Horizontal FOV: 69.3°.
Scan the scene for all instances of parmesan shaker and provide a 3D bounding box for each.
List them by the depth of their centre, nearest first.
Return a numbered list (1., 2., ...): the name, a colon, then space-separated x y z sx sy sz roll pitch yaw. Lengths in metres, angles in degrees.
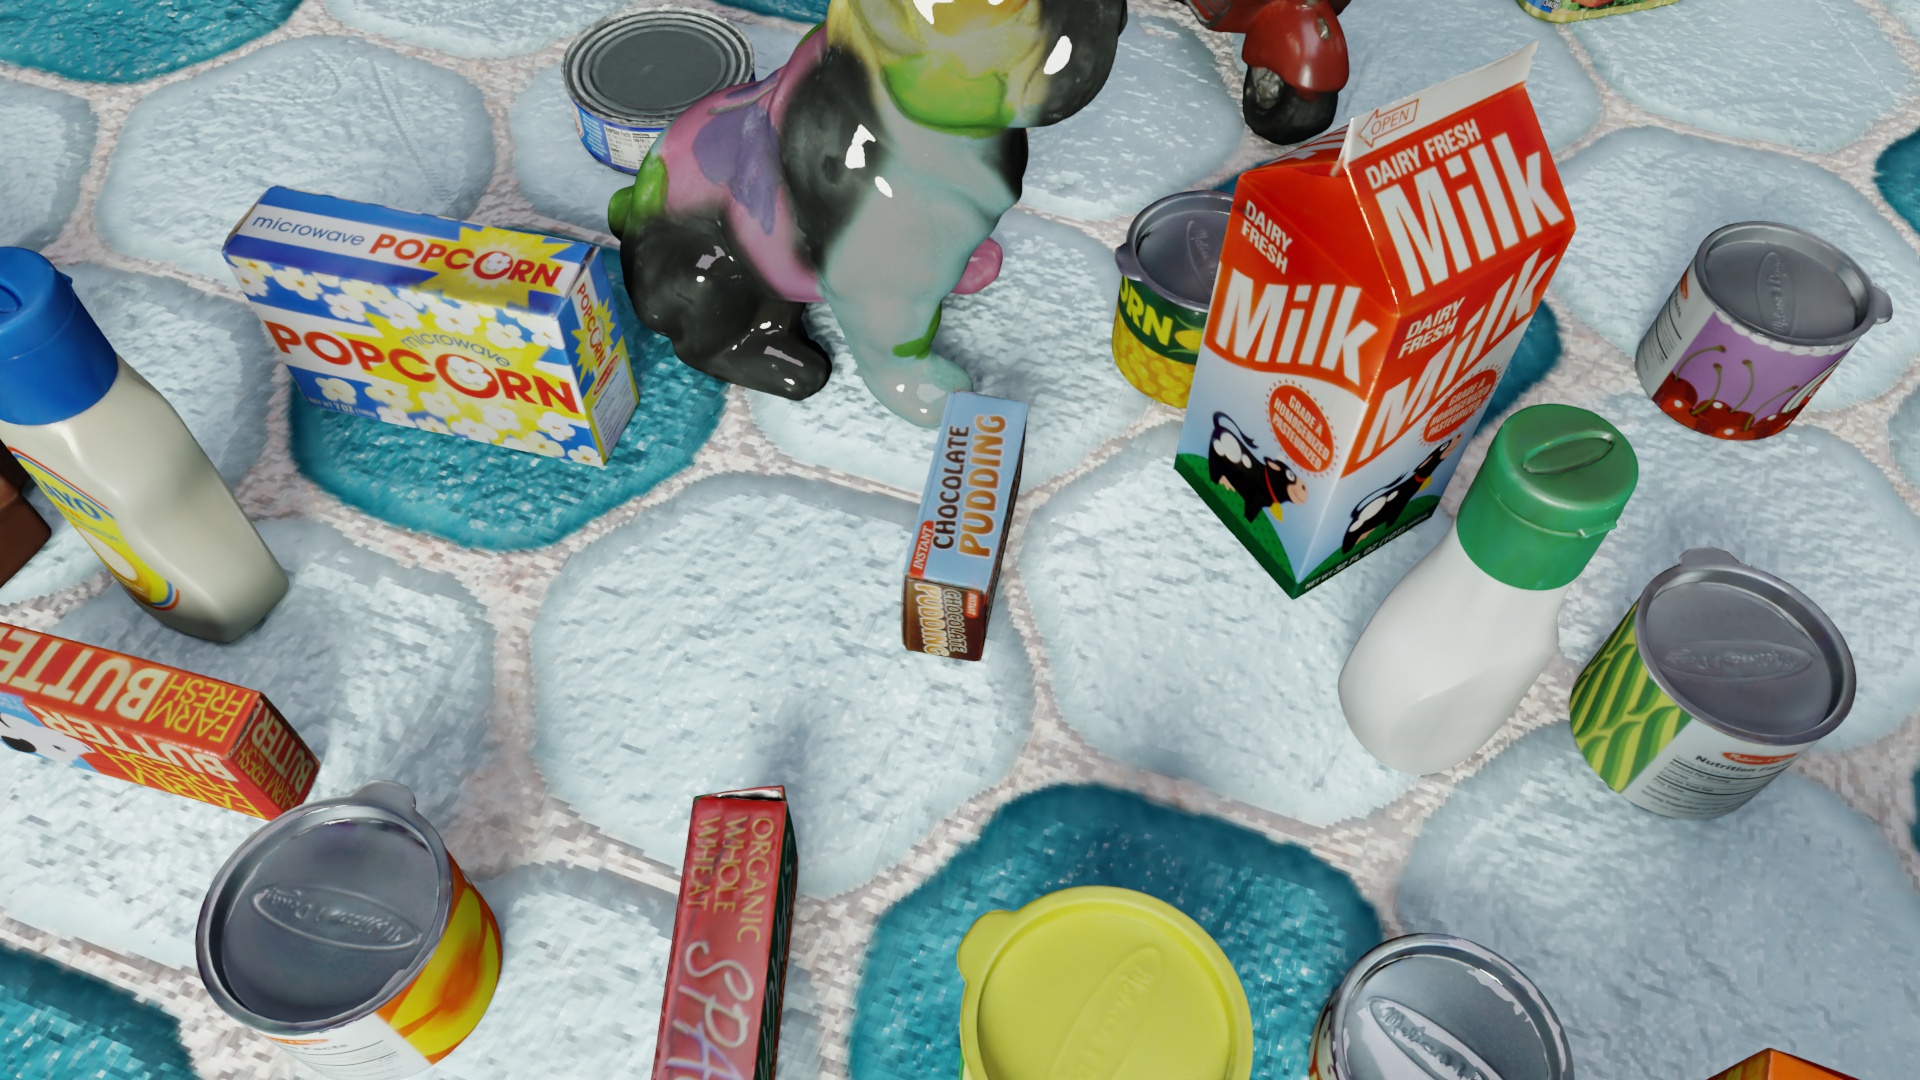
1. parmesan shaker: 0.030 0.137 0.356 0.071 0.102 0.071 1 55 -1

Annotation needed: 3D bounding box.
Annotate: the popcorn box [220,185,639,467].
1. popcorn box: -0.191 -0.078 0.511 0.127 0.084 0.038 12 56 7

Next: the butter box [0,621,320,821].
1. butter box: -0.259 0.057 0.434 0.103 0.052 0.024 13 56 8

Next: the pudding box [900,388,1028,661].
1. pudding box: 0.002 -0.006 0.488 0.030 0.049 0.084 10 55 5

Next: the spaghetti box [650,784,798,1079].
1. spaghetti box: -0.068 0.186 0.351 0.029 0.050 0.251 2 55 0

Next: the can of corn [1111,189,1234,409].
1. can of corn: 0.092 -0.093 0.547 0.071 0.058 0.071 1 55 -1

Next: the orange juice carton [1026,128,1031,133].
1. orange juice carton: -0.009 -0.261 0.580 0.073 0.191 0.072 -14 57 -11

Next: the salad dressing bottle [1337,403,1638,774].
1. salad dressing bottle: 0.155 0.019 0.415 0.064 0.147 0.044 -17 57 -13

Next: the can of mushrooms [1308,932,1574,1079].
1. can of mushrooms: 0.133 0.150 0.392 0.071 0.033 0.071 1 55 -1

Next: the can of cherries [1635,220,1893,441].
1. can of cherries: 0.312 -0.080 0.544 0.071 0.058 0.072 1 55 -1

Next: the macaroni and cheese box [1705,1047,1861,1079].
1. macaroni and cheese box: 0.193 0.172 0.298 0.124 0.165 0.040 22 58 13

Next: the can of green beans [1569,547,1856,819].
1. can of green beans: 0.241 0.049 0.451 0.071 0.057 0.071 1 55 -1

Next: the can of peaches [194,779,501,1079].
1. can of peaches: -0.169 0.112 0.395 0.071 0.057 0.071 1 55 -1

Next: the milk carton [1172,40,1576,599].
1. milk carton: 0.130 -0.071 0.452 0.072 0.189 0.073 -27 60 -19

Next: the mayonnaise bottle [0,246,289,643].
1. mayonnaise bottle: -0.266 -0.026 0.435 0.065 0.147 0.041 25 58 15
